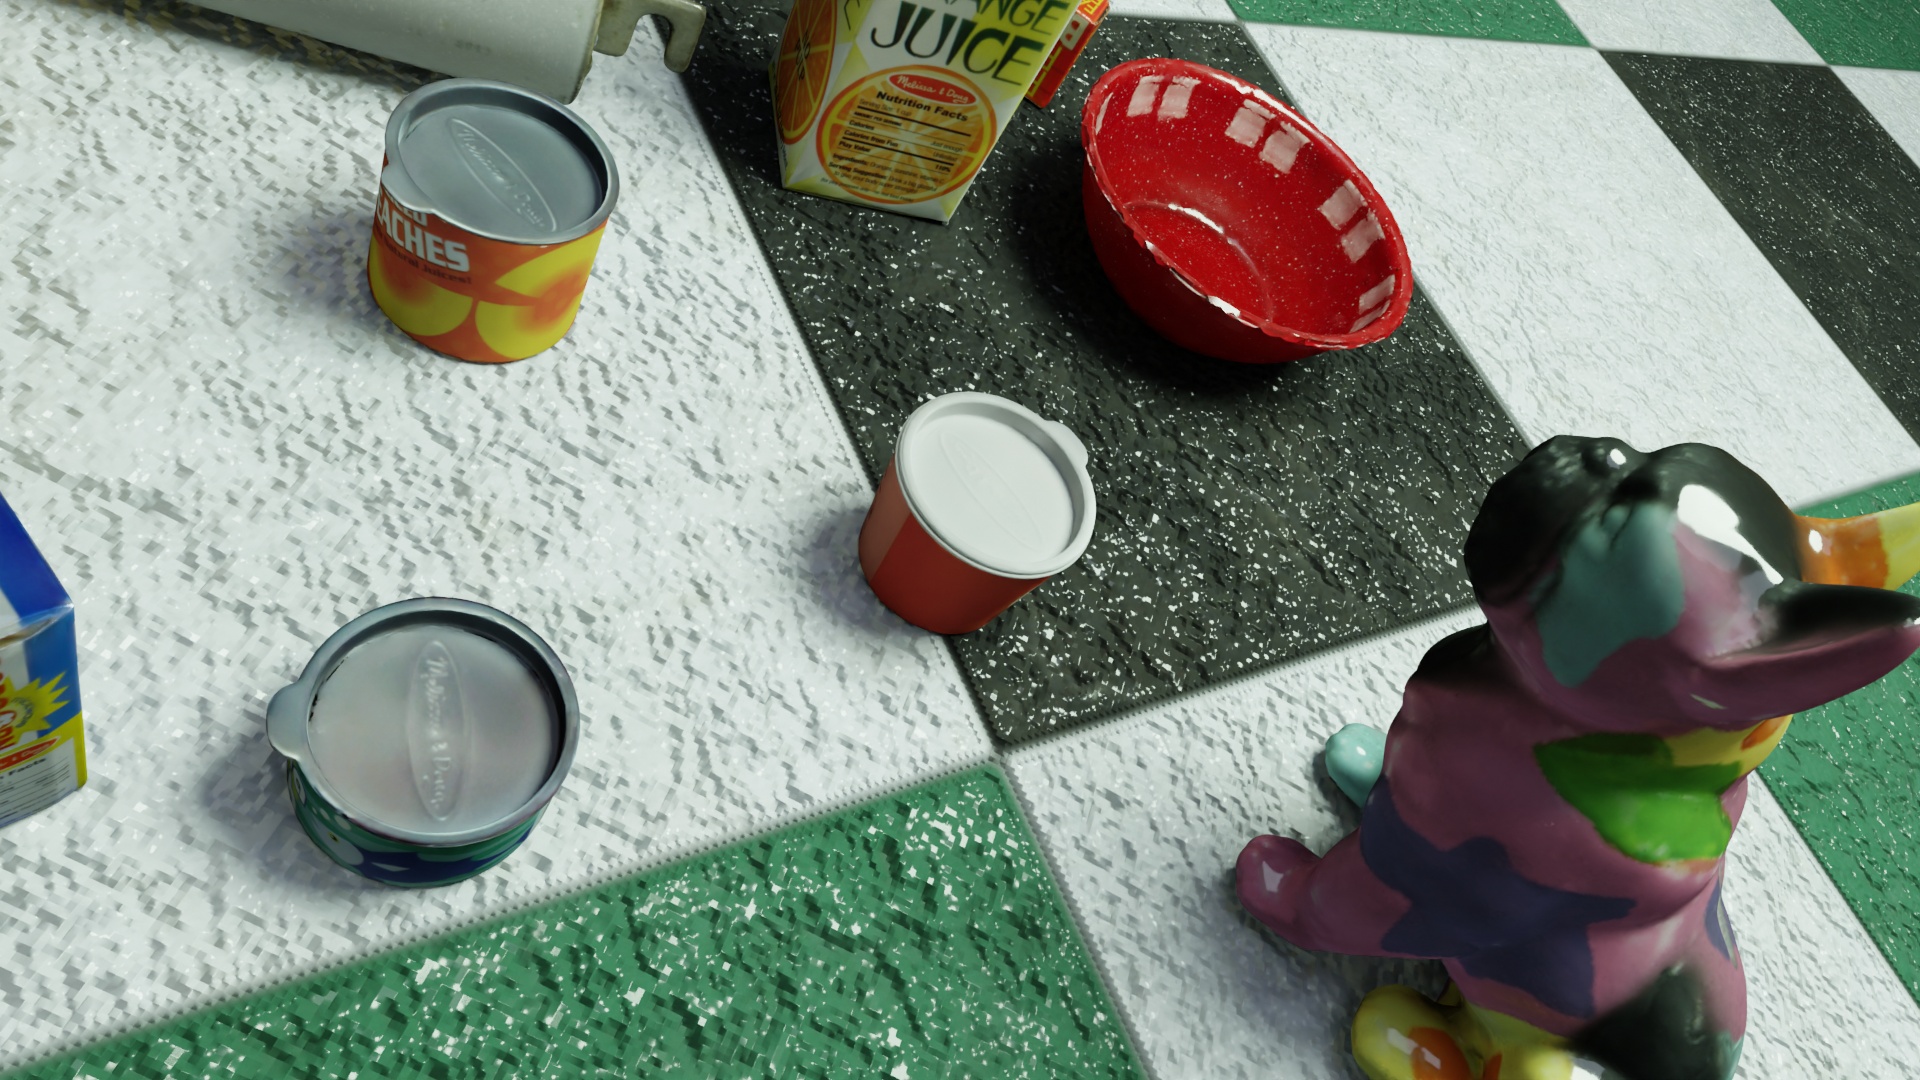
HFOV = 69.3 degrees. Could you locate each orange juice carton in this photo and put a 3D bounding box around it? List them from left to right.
[{"bbox_3d":[-0.003,-0.210,0.495,0.073,0.191,0.072,6,56,-26],"label":"orange juice carton"}]

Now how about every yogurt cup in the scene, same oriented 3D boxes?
[{"bbox_3d":[0.002,-0.006,0.446,0.072,0.053,0.073,15,52,-20],"label":"yogurt cup"}]

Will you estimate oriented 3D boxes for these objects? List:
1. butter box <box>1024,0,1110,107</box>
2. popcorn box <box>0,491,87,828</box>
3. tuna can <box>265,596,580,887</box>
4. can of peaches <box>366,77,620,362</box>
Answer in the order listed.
[{"bbox_3d":[0.011,-0.246,0.622,0.103,0.053,0.024,34,48,-4],"label":"butter box"},{"bbox_3d":[-0.235,-0.005,0.293,0.038,0.084,0.127,-31,76,-40],"label":"popcorn box"},{"bbox_3d":[-0.134,0.050,0.345,0.071,0.032,0.071,15,52,-20],"label":"tuna can"},{"bbox_3d":[-0.146,-0.096,0.425,0.071,0.057,0.071,15,52,-20],"label":"can of peaches"}]
